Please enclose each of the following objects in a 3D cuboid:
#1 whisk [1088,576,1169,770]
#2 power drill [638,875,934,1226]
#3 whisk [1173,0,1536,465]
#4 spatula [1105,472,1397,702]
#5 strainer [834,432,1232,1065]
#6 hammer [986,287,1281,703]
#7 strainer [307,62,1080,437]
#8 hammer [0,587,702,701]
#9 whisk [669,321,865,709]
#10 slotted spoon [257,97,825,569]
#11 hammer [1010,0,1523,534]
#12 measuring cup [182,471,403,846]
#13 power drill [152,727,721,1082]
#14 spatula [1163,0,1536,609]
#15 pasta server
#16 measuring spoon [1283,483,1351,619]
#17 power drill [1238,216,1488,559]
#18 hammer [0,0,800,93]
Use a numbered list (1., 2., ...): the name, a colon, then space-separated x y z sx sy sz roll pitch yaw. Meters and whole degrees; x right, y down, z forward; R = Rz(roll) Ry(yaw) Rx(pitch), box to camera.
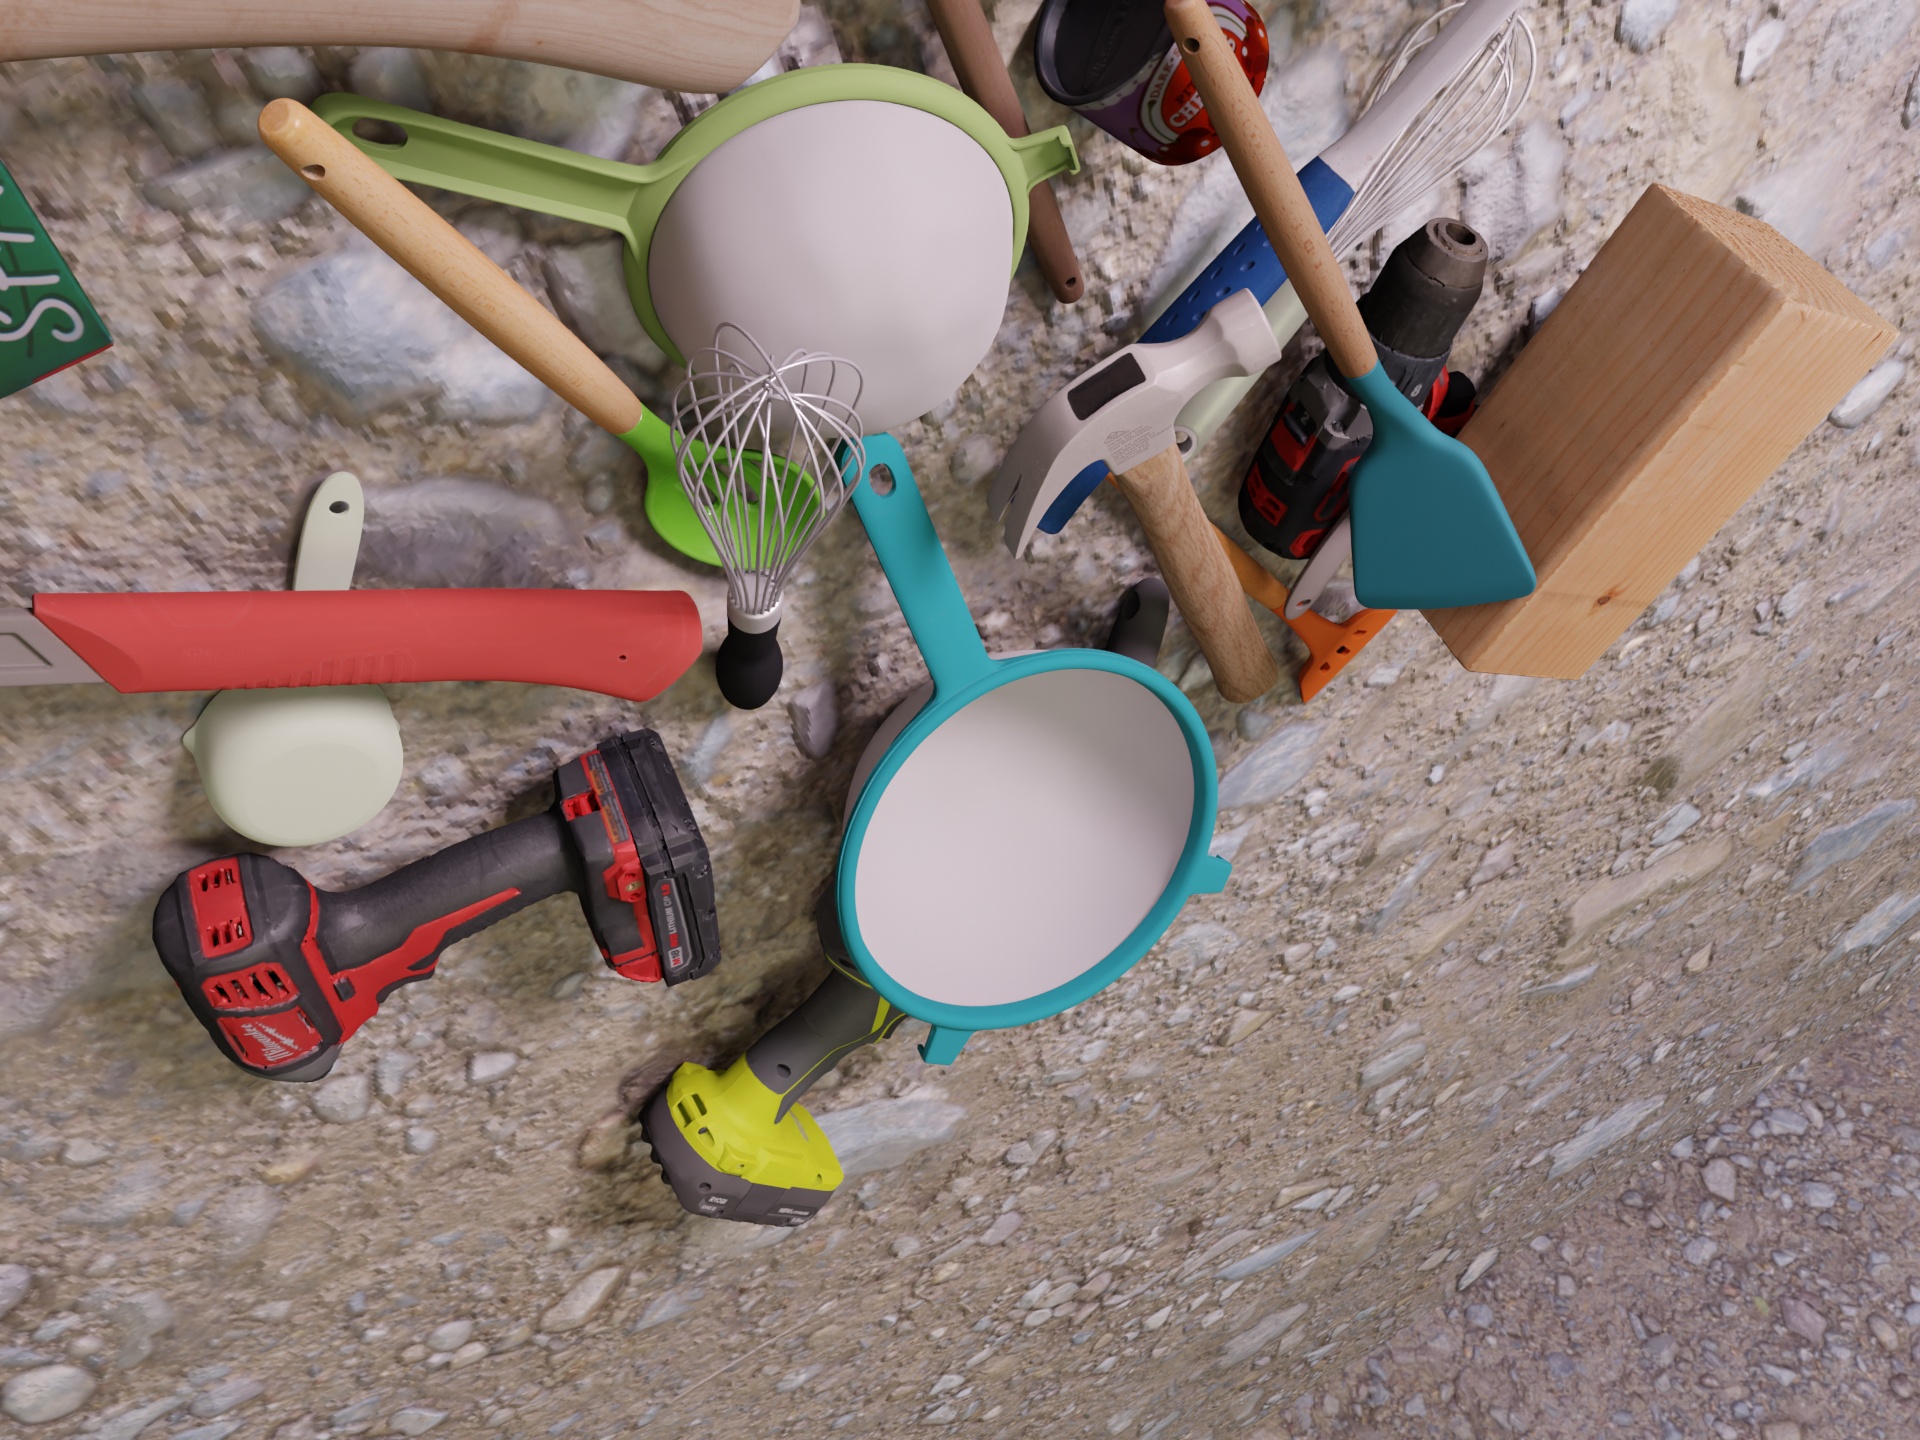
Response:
1. whisk: 0.076 0.024 0.889 0.055 0.055 0.238 -9 130 -31
2. power drill: -0.066 0.192 0.937 0.223 0.080 0.171 -48 140 10
3. whisk: 0.163 -0.211 0.713 0.057 0.059 0.246 33 116 -12
4. spatula: 0.153 -0.081 0.859 0.081 0.041 0.322 -47 137 14
5. strainer: -0.001 -0.003 0.783 0.211 0.095 0.340 -31 123 -11
6. hammer: 0.107 -0.074 0.748 0.130 0.031 0.331 -27 154 9
7. strainer: -0.084 -0.153 0.537 0.256 0.069 0.151 4 144 -34
8. hammer: -0.260 -0.036 0.544 0.359 0.037 0.149 -4 118 -32
9. whisk: -0.077 -0.058 0.611 0.070 0.070 0.284 -23 165 -16
10. slotted spoon: -0.124 -0.115 0.537 0.070 0.031 0.313 -16 163 12
11. hammer: 0.162 -0.227 0.642 0.035 0.144 0.405 20 123 -43
12. measuring cup: -0.244 -0.017 0.606 0.083 0.038 0.167 -3 134 -35
13. power drill: -0.225 0.094 0.709 0.219 0.079 0.143 -17 144 -18
14. spatula: 0.149 -0.149 0.625 0.317 0.082 0.044 44 53 -45
15. pasta server: 0.001 -0.236 0.535 0.060 0.040 0.316 -32 151 4
16. measuring spoon: 0.190 -0.084 0.781 0.034 0.018 0.124 -9 149 -22
17. power drill: 0.261 -0.167 0.784 0.226 0.080 0.187 -11 149 -25
18. hammer: -0.215 -0.180 0.367 0.410 0.038 0.146 -20 135 -34
